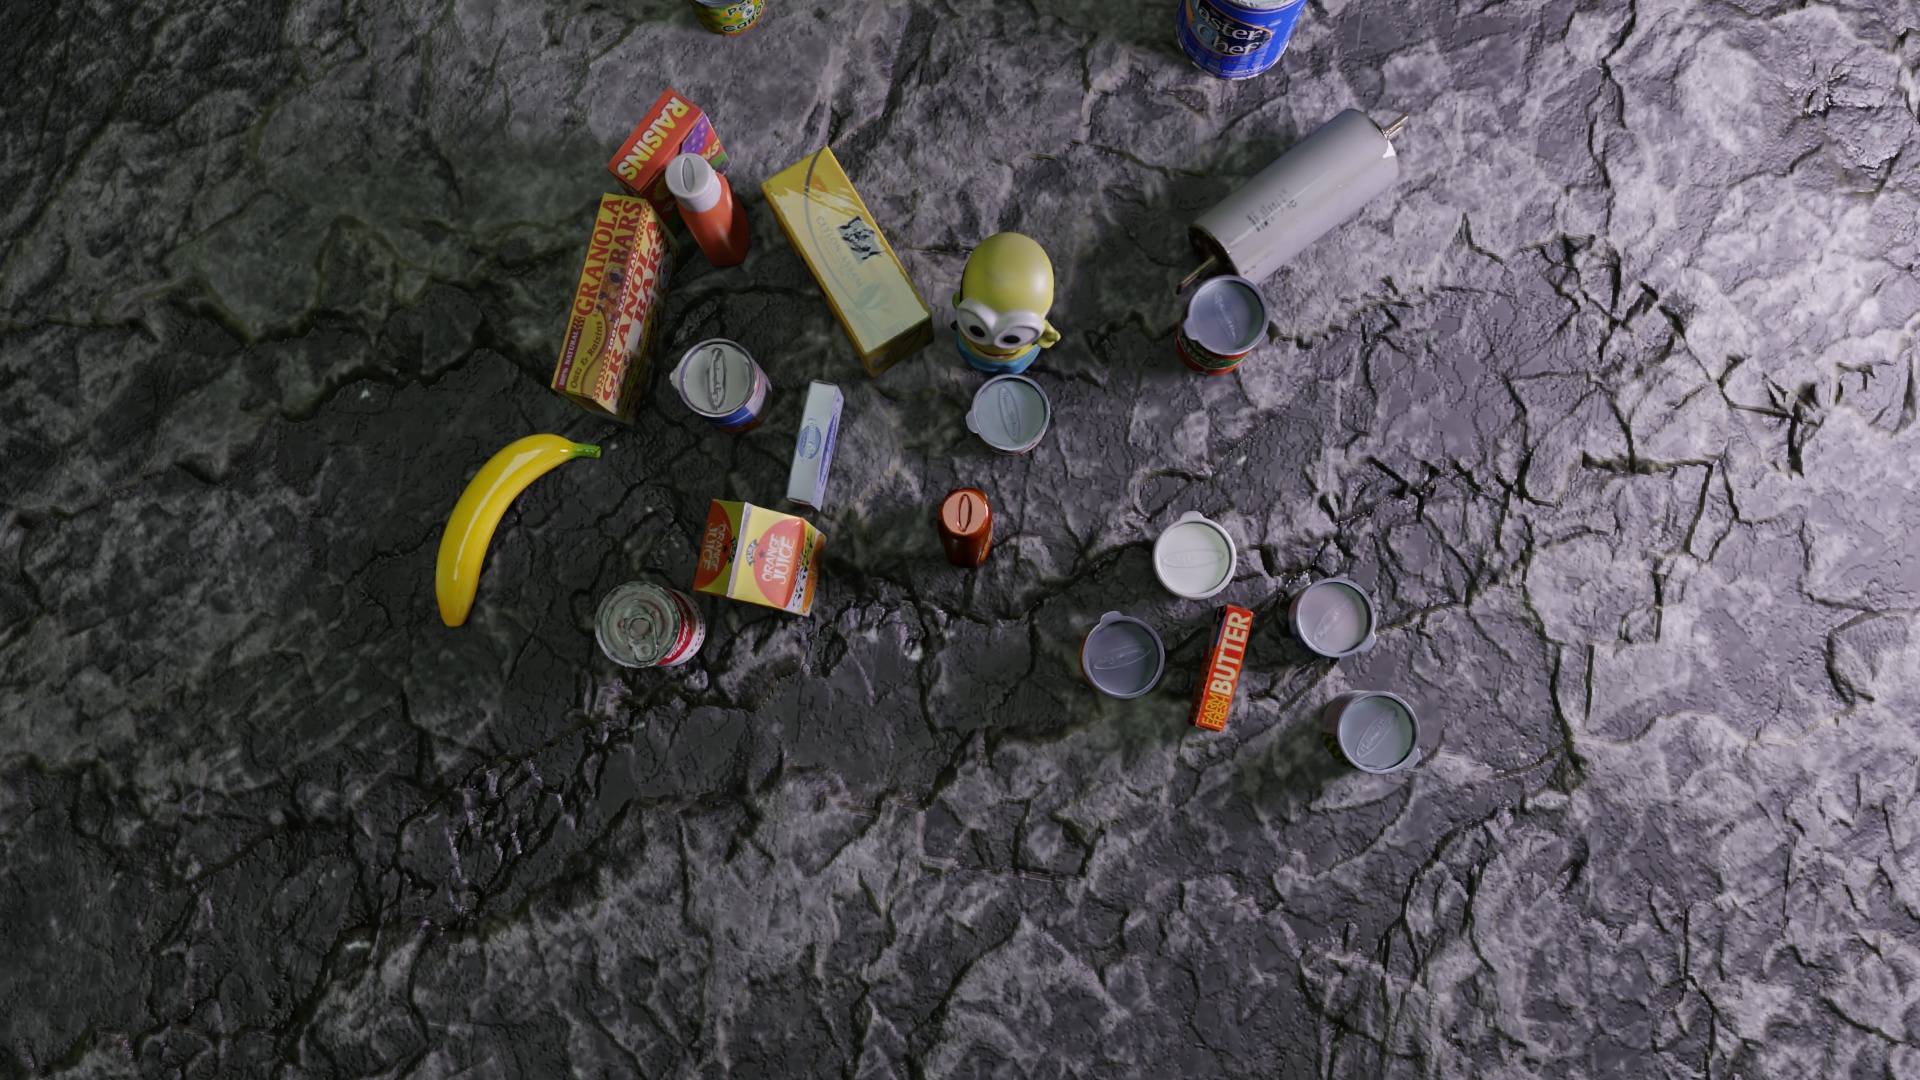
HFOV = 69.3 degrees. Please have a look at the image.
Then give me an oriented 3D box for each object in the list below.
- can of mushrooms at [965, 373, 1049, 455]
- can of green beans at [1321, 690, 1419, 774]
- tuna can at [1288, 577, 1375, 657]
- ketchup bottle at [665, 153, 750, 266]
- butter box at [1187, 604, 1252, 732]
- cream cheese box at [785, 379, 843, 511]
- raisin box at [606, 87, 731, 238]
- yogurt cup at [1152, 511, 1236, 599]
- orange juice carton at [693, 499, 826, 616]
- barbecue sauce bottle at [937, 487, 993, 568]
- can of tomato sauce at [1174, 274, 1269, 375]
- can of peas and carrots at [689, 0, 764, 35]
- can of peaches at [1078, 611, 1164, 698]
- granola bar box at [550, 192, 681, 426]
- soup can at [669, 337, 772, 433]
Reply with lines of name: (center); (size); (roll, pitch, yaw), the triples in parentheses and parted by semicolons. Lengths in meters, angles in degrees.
can of mushrooms: (0.040, -0.106, 1.180); (0.071, 0.033, 0.071); (0, 84, 1)
can of green beans: (0.333, 0.156, 1.134); (0.071, 0.058, 0.071); (0, 84, 1)
tuna can: (0.311, 0.066, 1.156); (0.071, 0.033, 0.071); (0, 84, 1)
ketchup bottle: (-0.208, -0.276, 1.146); (0.043, 0.148, 0.065); (-6, 84, 1)
butter box: (0.214, 0.105, 1.144); (0.024, 0.053, 0.103); (15, 85, 3)
cream cheese box: (-0.122, -0.079, 1.171); (0.024, 0.053, 0.104); (11, 84, 2)
raisin box: (-0.242, -0.313, 1.163); (0.040, 0.123, 0.086); (37, 86, 4)
yogurt cup: (0.191, 0.016, 1.154); (0.072, 0.054, 0.072); (0, 84, 1)
orange juice carton: (-0.158, 0.015, 1.092); (0.073, 0.192, 0.072); (12, 85, 3)
barbecue sauce bottle: (0.004, -0.014, 1.114); (0.044, 0.148, 0.065); (5, 85, 2)
can of tomato sauce: (0.215, -0.177, 1.159); (0.071, 0.083, 0.071); (0, 84, 1)
can of peas and carrots: (-0.206, -0.483, 1.213); (0.071, 0.058, 0.071); (0, 84, 1)
can of peaches: (0.131, 0.094, 1.145); (0.071, 0.058, 0.071); (0, 84, 1)
granola bar box: (-0.283, -0.188, 1.151); (0.039, 0.124, 0.165); (13, 85, 3)
soup can: (-0.199, -0.128, 1.163); (0.071, 0.083, 0.071); (0, 84, 1)
